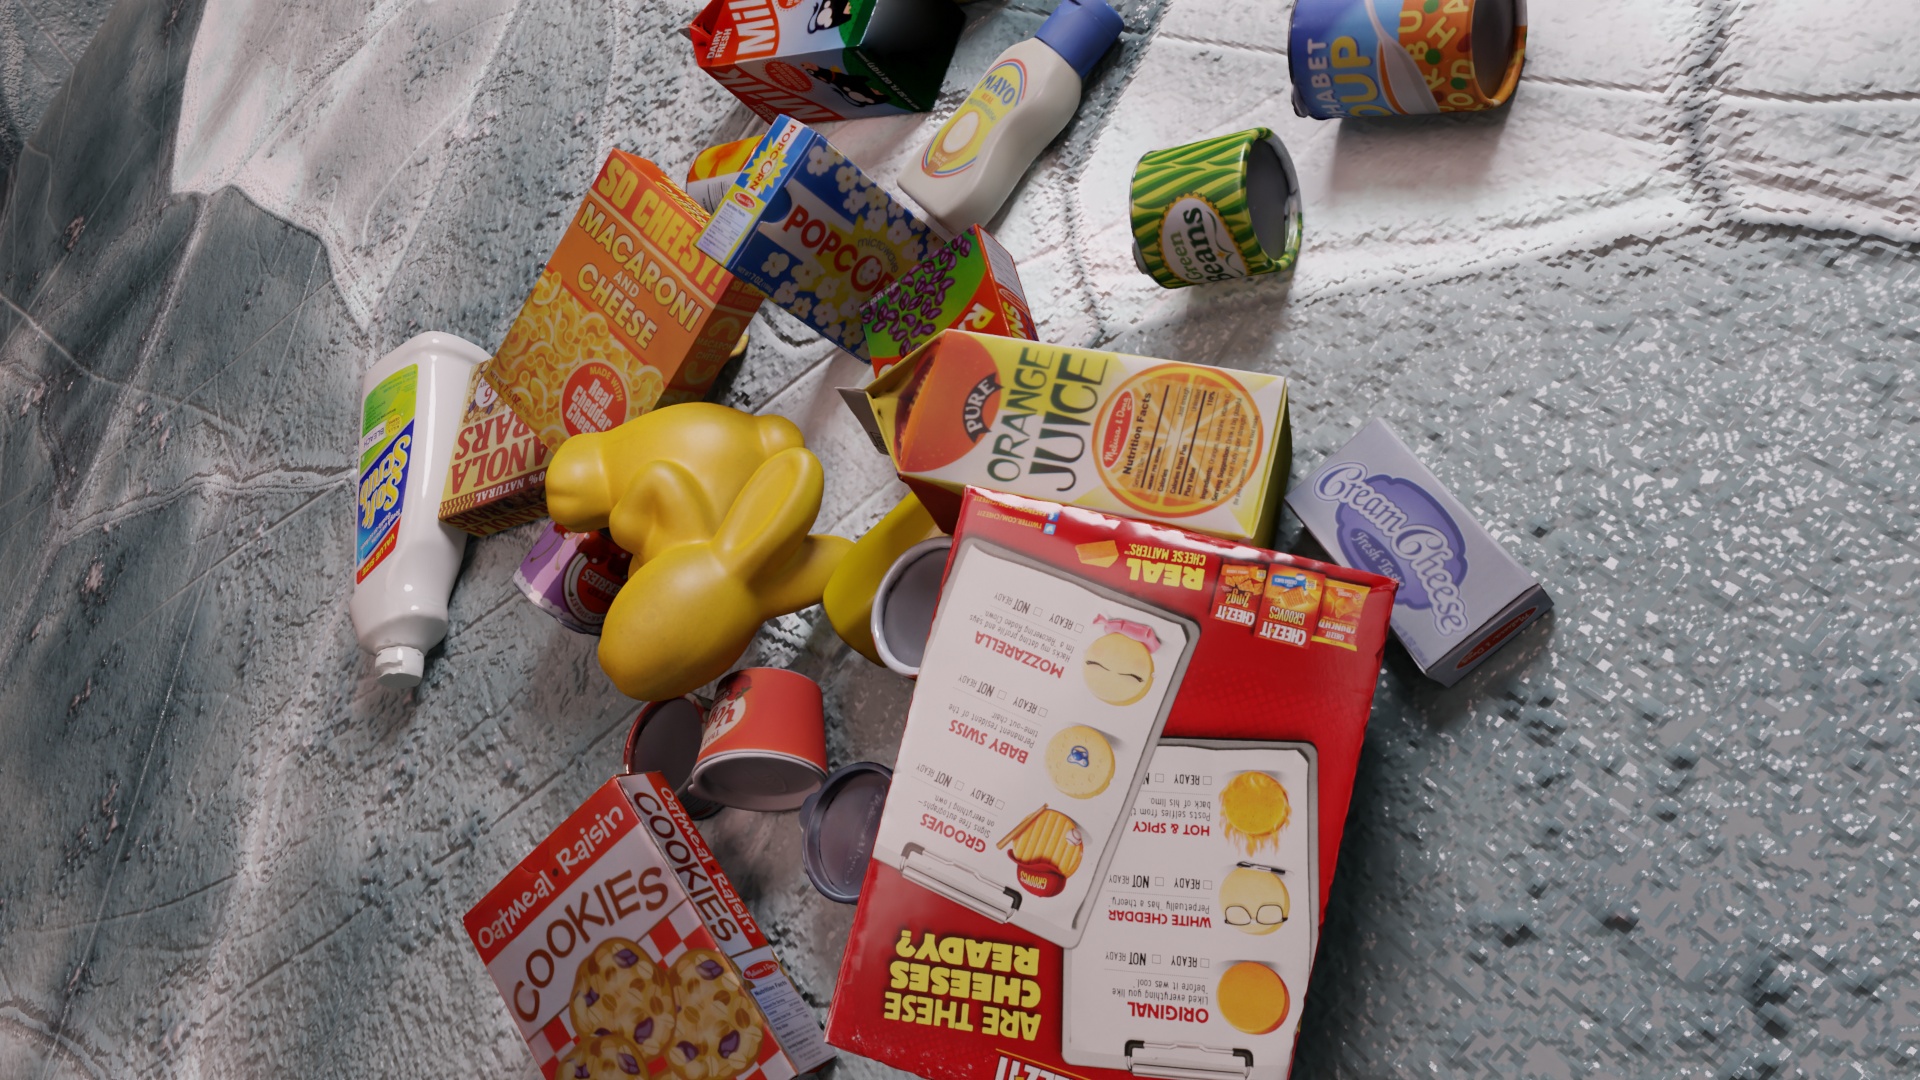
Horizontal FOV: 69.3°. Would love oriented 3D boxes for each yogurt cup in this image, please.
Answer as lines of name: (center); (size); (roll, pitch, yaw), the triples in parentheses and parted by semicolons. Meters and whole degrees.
yogurt cup: (-0.099, 0.100, 0.703); (0.072, 0.072, 0.054); (-22, 50, 29)

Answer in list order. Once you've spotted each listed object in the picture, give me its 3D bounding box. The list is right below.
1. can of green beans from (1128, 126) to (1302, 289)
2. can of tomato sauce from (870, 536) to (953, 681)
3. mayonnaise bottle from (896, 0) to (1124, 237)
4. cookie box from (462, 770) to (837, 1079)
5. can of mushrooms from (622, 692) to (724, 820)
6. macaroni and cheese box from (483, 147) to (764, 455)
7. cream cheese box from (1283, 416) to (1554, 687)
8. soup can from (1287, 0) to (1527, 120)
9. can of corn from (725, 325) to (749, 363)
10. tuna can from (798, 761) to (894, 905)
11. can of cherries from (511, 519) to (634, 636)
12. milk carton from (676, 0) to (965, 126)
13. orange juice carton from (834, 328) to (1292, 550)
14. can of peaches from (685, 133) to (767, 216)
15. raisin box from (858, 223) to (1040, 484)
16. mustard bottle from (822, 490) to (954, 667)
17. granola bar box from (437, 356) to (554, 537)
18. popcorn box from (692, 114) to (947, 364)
can of green beans: (0.120, -0.154, 0.647); (0.058, 0.071, 0.071); (-3, 68, 37)
can of tomato sauce: (0.011, 0.042, 0.629); (0.071, 0.083, 0.071); (-17, 60, 32)
mayonnaise bottle: (0.030, -0.240, 0.775); (0.148, 0.041, 0.065); (-49, 46, 10)
cookie box: (-0.155, 0.215, 0.672); (0.122, 0.040, 0.168); (-43, 70, 15)
can of mushrooms: (-0.151, 0.115, 0.757); (0.071, 0.033, 0.071); (-16, 61, 33)
macaroni and cheese box: (-0.197, -0.126, 0.819); (0.124, 0.040, 0.166); (43, 108, 22)
cream cheese box: (0.179, 0.003, 0.554); (0.053, 0.024, 0.104); (-42, 50, 14)
soup can: (0.197, -0.220, 0.617); (0.084, 0.071, 0.071); (12, 77, 41)
can of corn: (-0.176, -0.134, 0.869); (0.058, 0.071, 0.071); (-19, 59, 31)
tuna can: (-0.042, 0.140, 0.659); (0.071, 0.033, 0.071); (-17, 60, 32)
can of cherries: (-0.225, 0.017, 0.839); (0.058, 0.071, 0.071); (-54, 48, 3)
milk carton: (-0.098, -0.319, 0.893); (0.190, 0.072, 0.073); (10, 77, 41)
orange juice carton: (0.042, -0.038, 0.606); (0.193, 0.071, 0.073); (11, 73, 19)
can of peaches: (-0.128, -0.221, 0.875); (0.058, 0.071, 0.071); (0, 70, 39)
raisin box: (-0.001, -0.094, 0.733); (0.086, 0.040, 0.124); (-30, 55, 23)
mustard bottle: (0.002, -0.009, 0.680); (0.160, 0.048, 0.065); (-43, 30, 10)
granola bar box: (-0.278, -0.079, 0.944); (0.165, 0.039, 0.124); (-13, 61, 33)
popcorn box: (-0.073, -0.162, 0.762); (0.038, 0.126, 0.085); (38, 96, 37)
